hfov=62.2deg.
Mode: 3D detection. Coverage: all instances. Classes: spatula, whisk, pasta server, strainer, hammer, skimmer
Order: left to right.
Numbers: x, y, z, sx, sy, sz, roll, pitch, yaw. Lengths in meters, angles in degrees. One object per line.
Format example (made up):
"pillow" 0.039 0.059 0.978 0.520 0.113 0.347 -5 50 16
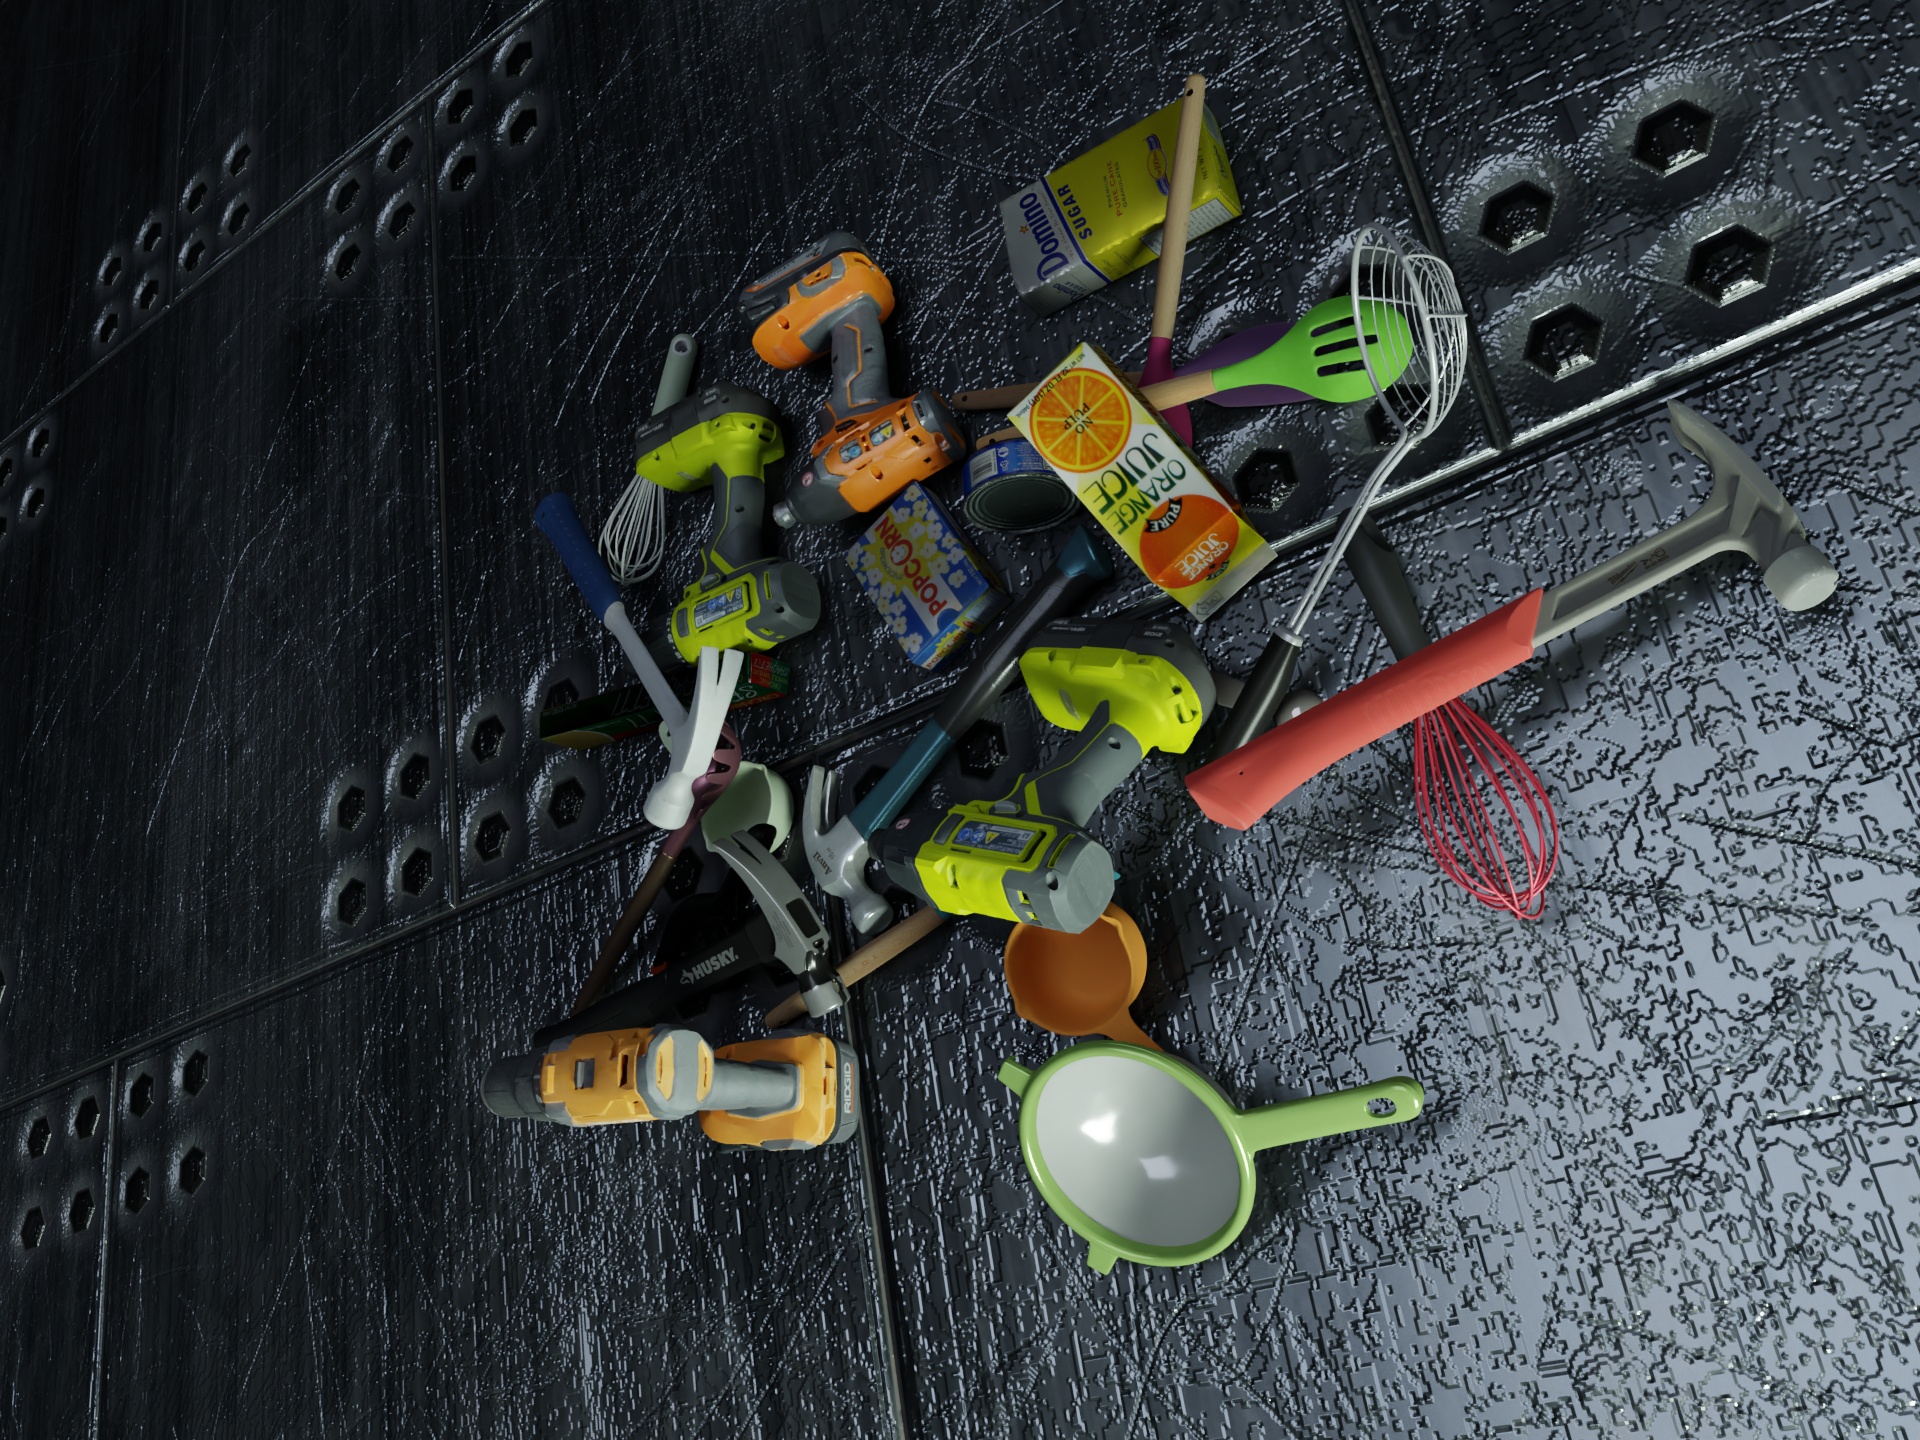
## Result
"hammer" -0.279 -0.086 1.309 0.406 0.035 0.144 51 122 45
"pasta server" -0.251 0.124 1.275 0.316 0.040 0.060 -58 42 22
"whisk" -0.276 -0.237 1.438 0.058 0.059 0.246 11 76 1
"hammer" -0.231 0.203 1.234 0.335 0.035 0.146 -30 85 36
"spatula" -0.032 0.156 1.134 0.317 0.082 0.044 -36 46 28
"hammer" -0.002 -0.004 1.172 0.331 0.033 0.128 -51 55 12
"spatula" 0.126 -0.249 1.164 0.316 0.018 0.060 1 81 35
"strainer" 0.157 0.234 0.944 0.256 0.069 0.151 -22 97 32
"skimmer" 0.206 -0.117 0.981 0.127 0.090 0.363 -106 40 -69
"whisk" 0.284 -0.014 0.955 0.073 0.073 0.296 -31 55 25
"hammer" 0.291 -0.045 0.912 0.359 0.036 0.149 -29 51 11

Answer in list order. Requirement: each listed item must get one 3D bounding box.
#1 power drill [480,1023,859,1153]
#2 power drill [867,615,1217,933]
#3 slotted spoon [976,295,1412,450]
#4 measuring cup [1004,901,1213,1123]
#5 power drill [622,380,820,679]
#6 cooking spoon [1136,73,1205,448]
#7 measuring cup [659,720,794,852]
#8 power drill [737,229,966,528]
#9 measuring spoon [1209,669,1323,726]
"power drill" -0.202 0.257 1.113 0.185 0.226 0.084 -13 68 32
"power drill" 0.053 0.032 1.020 0.171 0.080 0.223 7 45 39
"slotted spoon" 0.152 -0.227 1.103 0.314 0.031 0.070 -11 89 26
"measuring cup" 0.106 0.187 1.033 0.174 0.052 0.095 47 109 10
"power drill" -0.216 -0.151 1.346 0.190 0.080 0.229 -20 68 30
"cooking spoon" 0.146 -0.297 1.131 0.069 0.017 0.319 9 93 34
"measuring cup" -0.193 0.050 1.292 0.168 0.038 0.083 41 101 39
"power drill" -0.104 -0.266 1.287 0.164 0.084 0.227 -28 63 15
"measuring spoon" 0.183 -0.018 1.051 0.124 0.018 0.034 21 89 38
